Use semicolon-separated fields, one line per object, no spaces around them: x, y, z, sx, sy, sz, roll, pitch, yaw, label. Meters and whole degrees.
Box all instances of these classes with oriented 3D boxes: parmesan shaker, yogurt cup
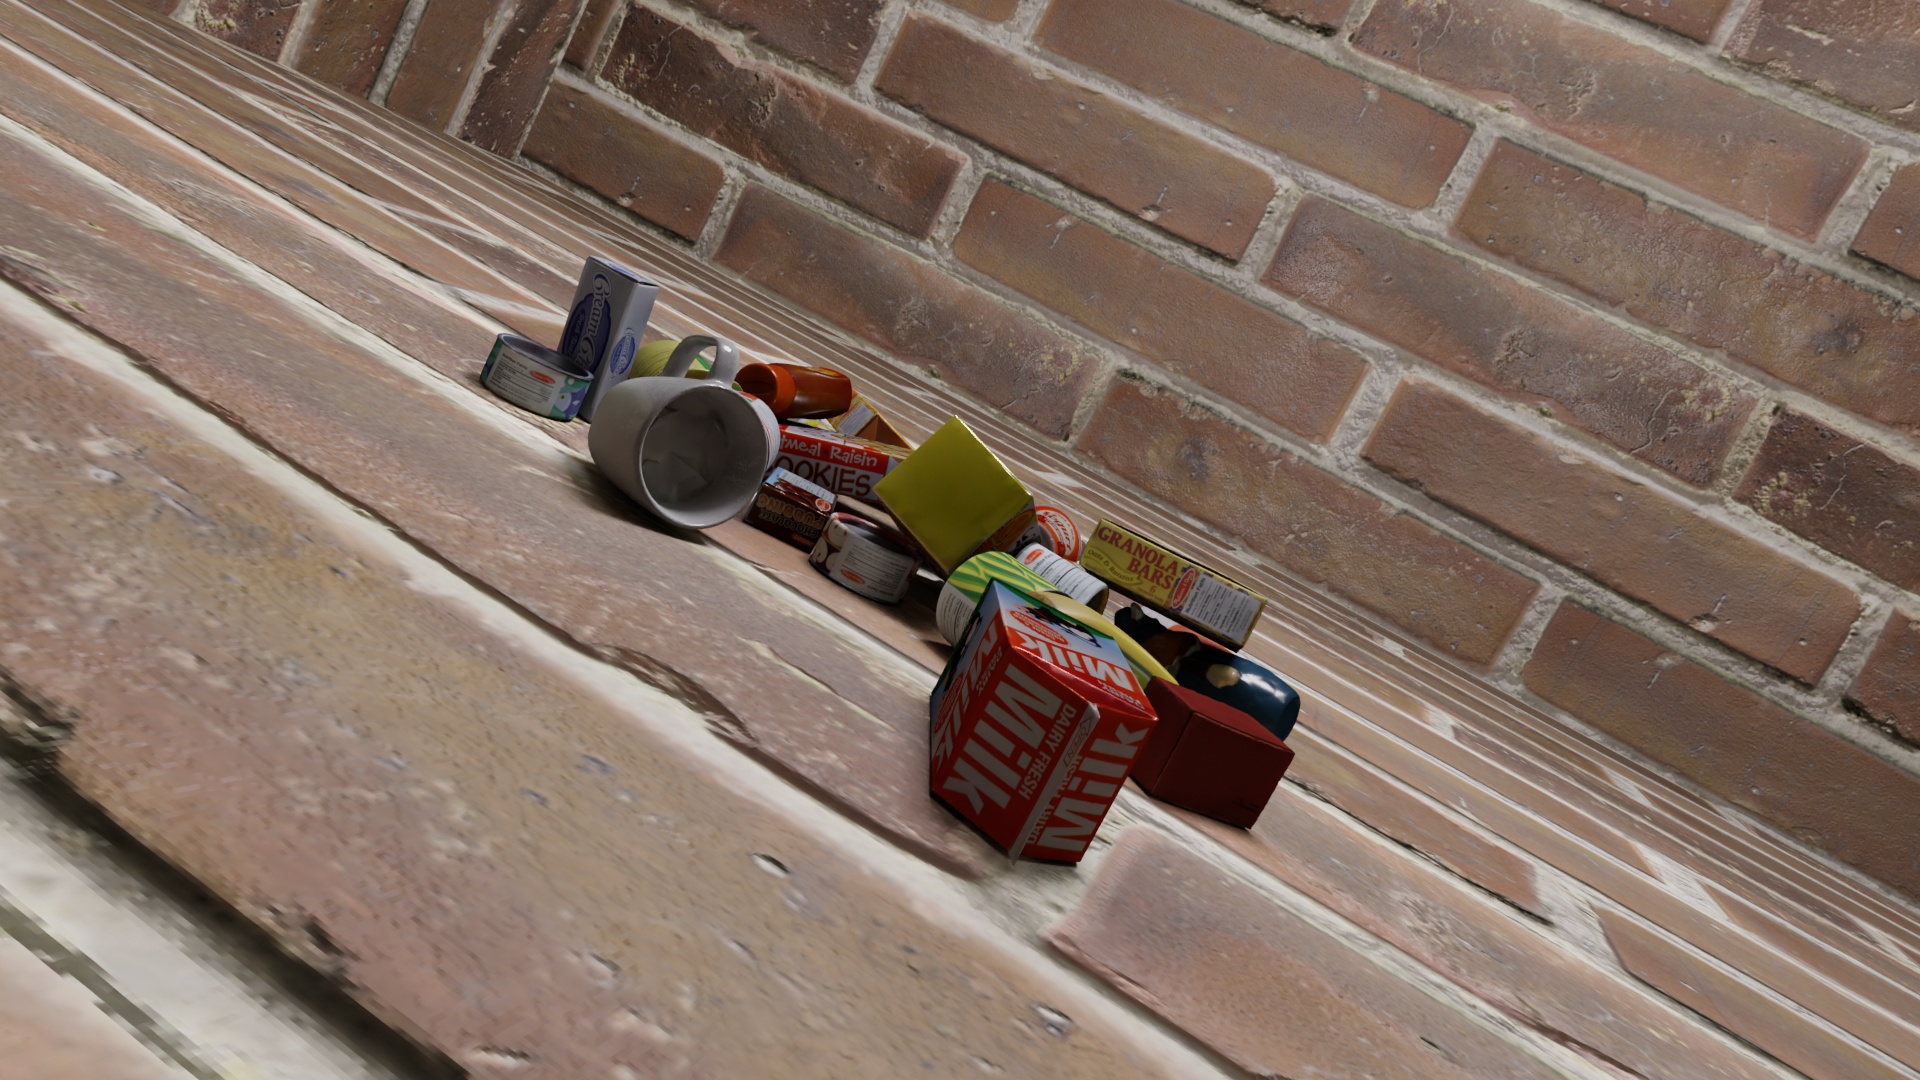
-0.201;-0.105;1.008;0.071;0.071;0.103;23;9;-28;parmesan shaker
0.065;0.005;1.202;0.072;0.072;0.054;30;16;17;yogurt cup

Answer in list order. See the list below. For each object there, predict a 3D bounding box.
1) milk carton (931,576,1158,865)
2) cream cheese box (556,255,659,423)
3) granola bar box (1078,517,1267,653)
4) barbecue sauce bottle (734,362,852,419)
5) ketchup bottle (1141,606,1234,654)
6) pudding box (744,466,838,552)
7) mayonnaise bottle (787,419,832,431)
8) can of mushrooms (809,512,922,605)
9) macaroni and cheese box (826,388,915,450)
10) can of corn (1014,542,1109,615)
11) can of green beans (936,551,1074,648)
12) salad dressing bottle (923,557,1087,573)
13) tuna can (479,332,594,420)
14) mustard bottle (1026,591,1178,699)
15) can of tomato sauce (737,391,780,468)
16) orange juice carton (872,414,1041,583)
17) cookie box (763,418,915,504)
0.034;0.080;0.625;0.073;0.072;0.191;27;9;-6;milk carton
-0.247;-0.137;0.950;0.053;0.103;0.024;30;15;28;cream cheese box
0.154;0.035;0.999;0.124;0.039;0.165;27;-1;11;granola bar box
-0.133;-0.116;1.075;0.065;0.043;0.149;4;5;11;barbecue sauce bottle
0.190;0.098;1.089;0.065;0.043;0.149;21;10;-41;ketchup bottle
-0.112;-0.022;0.927;0.049;0.030;0.084;27;8;-6;pudding box
-0.130;-0.084;1.201;0.065;0.041;0.148;32;7;-19;mayonnaise bottle
-0.060;0.010;0.882;0.071;0.033;0.071;26;9;-4;can of mushrooms
-0.064;-0.078;1.252;0.123;0.040;0.167;45;1;-24;macaroni and cheese box
0.059;0.046;0.937;0.058;0.071;0.071;31;9;20;can of corn
0.028;0.047;0.822;0.071;0.071;0.058;20;11;-42;can of green beans
0.034;0.020;1.075;0.147;0.044;0.064;20;11;-27;salad dressing bottle
-0.278;-0.108;0.914;0.071;0.032;0.071;27;8;-4;tuna can
0.088;0.085;0.800;0.160;0.065;0.049;31;2;-33;mustard bottle
-0.158;-0.065;0.923;0.071;0.071;0.083;26;8;-6;can of tomato sauce
0.003;-0.012;0.933;0.073;0.072;0.192;48;-4;12;orange juice carton
-0.083;-0.057;1.064;0.167;0.040;0.123;13;7;-6;cookie box
